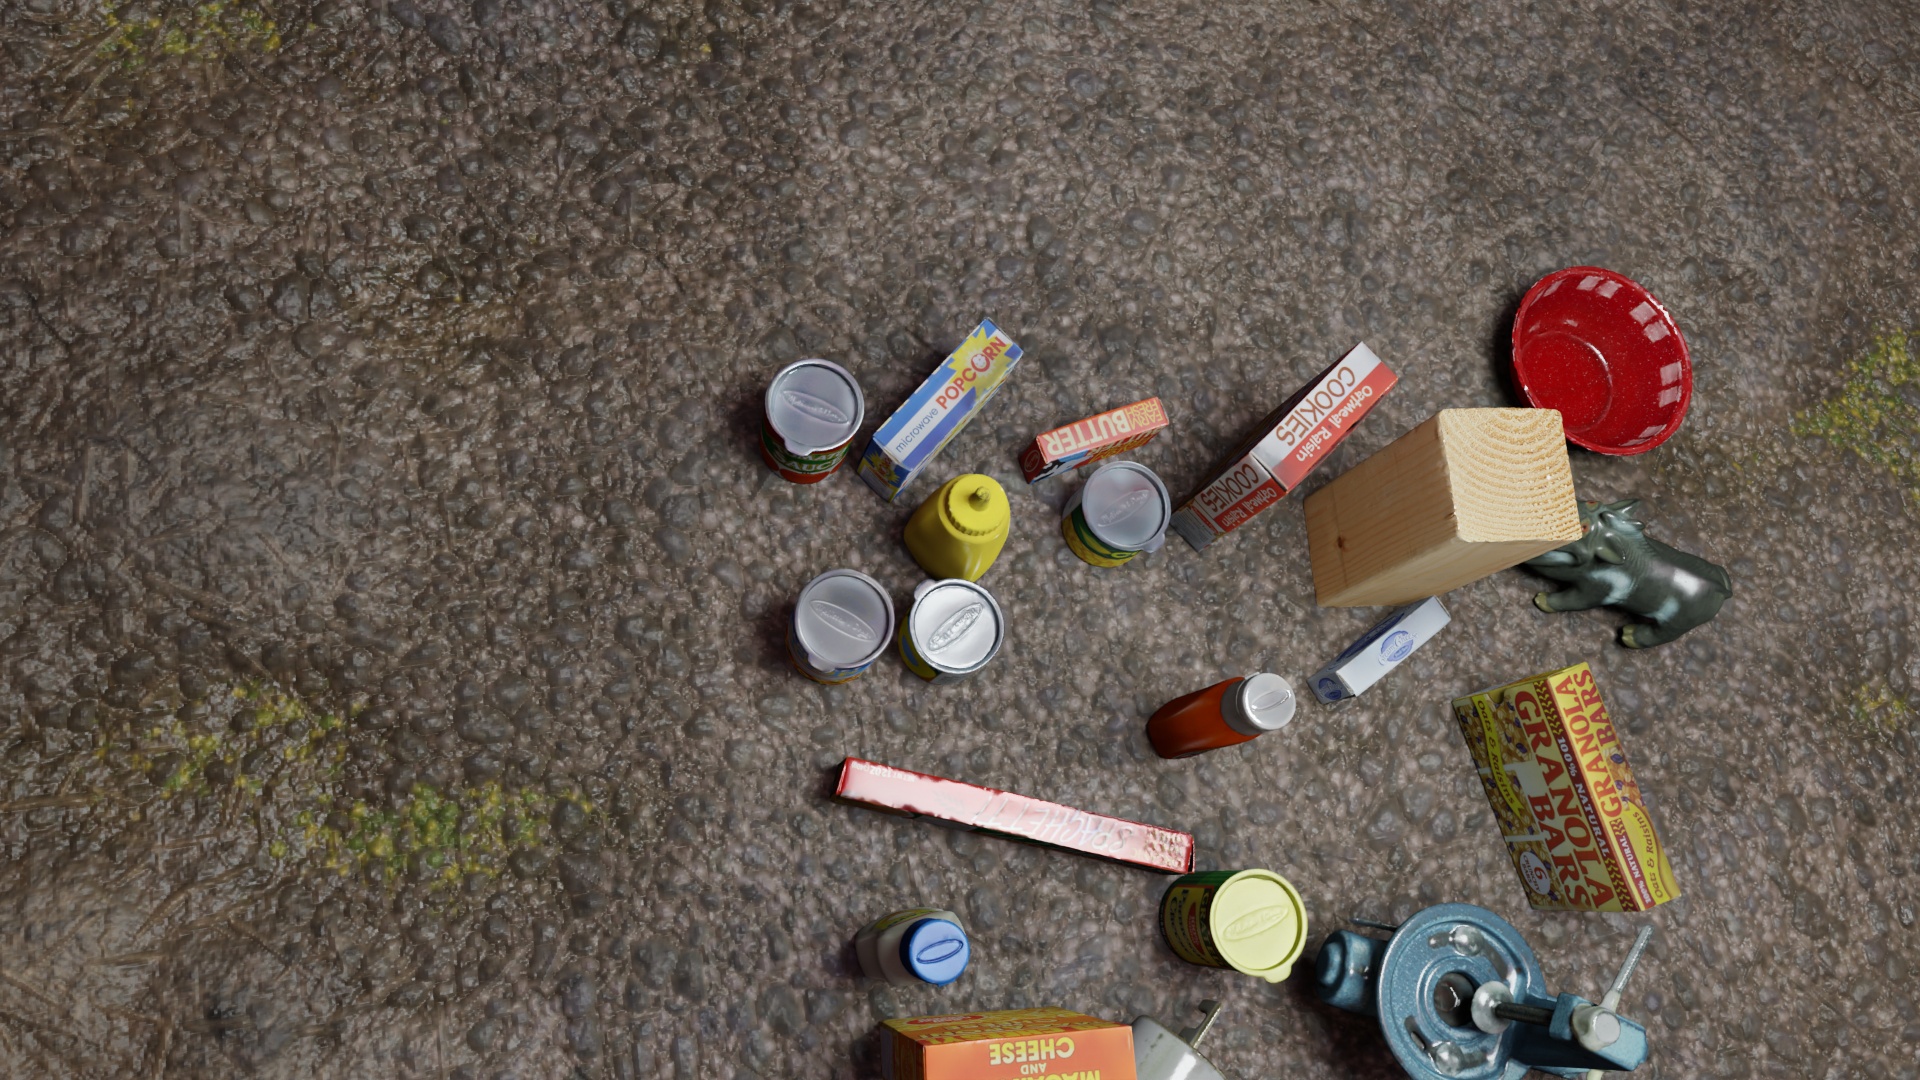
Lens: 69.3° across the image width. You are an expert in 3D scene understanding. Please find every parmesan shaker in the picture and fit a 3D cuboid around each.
[{"bbox_3d":[0.181,0.258,0.931,0.071,0.102,0.071,3,75,-11],"label":"parmesan shaker"}]

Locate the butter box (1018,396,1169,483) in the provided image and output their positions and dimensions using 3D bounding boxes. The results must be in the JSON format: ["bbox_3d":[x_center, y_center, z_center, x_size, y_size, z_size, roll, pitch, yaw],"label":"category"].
[{"bbox_3d":[0.098,-0.074,1.029,0.104,0.053,0.024,-19,80,-16],"label":"butter box"}]

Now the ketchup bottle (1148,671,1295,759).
[{"bbox_3d":[0.180,0.118,0.944,0.065,0.148,0.043,-21,81,-16],"label":"ketchup bottle"}]

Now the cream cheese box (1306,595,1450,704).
[{"bbox_3d":[0.310,0.082,1.032,0.104,0.053,0.024,-34,85,-18],"label":"cream cheese box"}]

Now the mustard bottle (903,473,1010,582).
[{"bbox_3d":[0.003,-0.012,0.936,0.065,0.159,0.049,42,72,1],"label":"mustard bottle"}]

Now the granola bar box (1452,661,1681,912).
[{"bbox_3d":[0.428,0.180,0.993,0.039,0.124,0.165,-15,79,-15],"label":"granola bar box"}]

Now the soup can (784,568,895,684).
[{"bbox_3d":[-0.085,0.062,0.938,0.071,0.083,0.071,3,75,-11],"label":"soup can"}]

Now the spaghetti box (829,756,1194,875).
[{"bbox_3d":[0.036,0.190,0.947,0.250,0.050,0.029,14,73,-8],"label":"spaghetti box"}]

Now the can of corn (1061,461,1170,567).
[{"bbox_3d":[0.114,-0.016,1.014,0.071,0.058,0.071,3,75,-11],"label":"can of corn"}]

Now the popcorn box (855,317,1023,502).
[{"bbox_3d":[-0.016,-0.091,0.992,0.038,0.085,0.127,42,71,1],"label":"popcorn box"}]

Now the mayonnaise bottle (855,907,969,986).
[{"bbox_3d":[-0.026,0.253,0.865,0.065,0.147,0.041,-15,80,-15],"label":"mayonnaise bottle"}]

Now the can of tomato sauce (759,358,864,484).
[{"bbox_3d":[-0.106,-0.080,0.971,0.071,0.083,0.071,3,75,-11],"label":"can of tomato sauce"}]

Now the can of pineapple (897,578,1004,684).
[{"bbox_3d":[-0.008,0.063,0.967,0.071,0.057,0.071,3,75,-11],"label":"can of pineapple"}]

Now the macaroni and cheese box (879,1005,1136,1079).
[{"bbox_3d":[0.024,0.315,0.850,0.124,0.166,0.040,-1,76,-12],"label":"macaroni and cheese box"}]

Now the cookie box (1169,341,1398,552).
[{"bbox_3d":[0.226,-0.062,0.993,0.040,0.167,0.123,46,72,2],"label":"cookie box"}]
